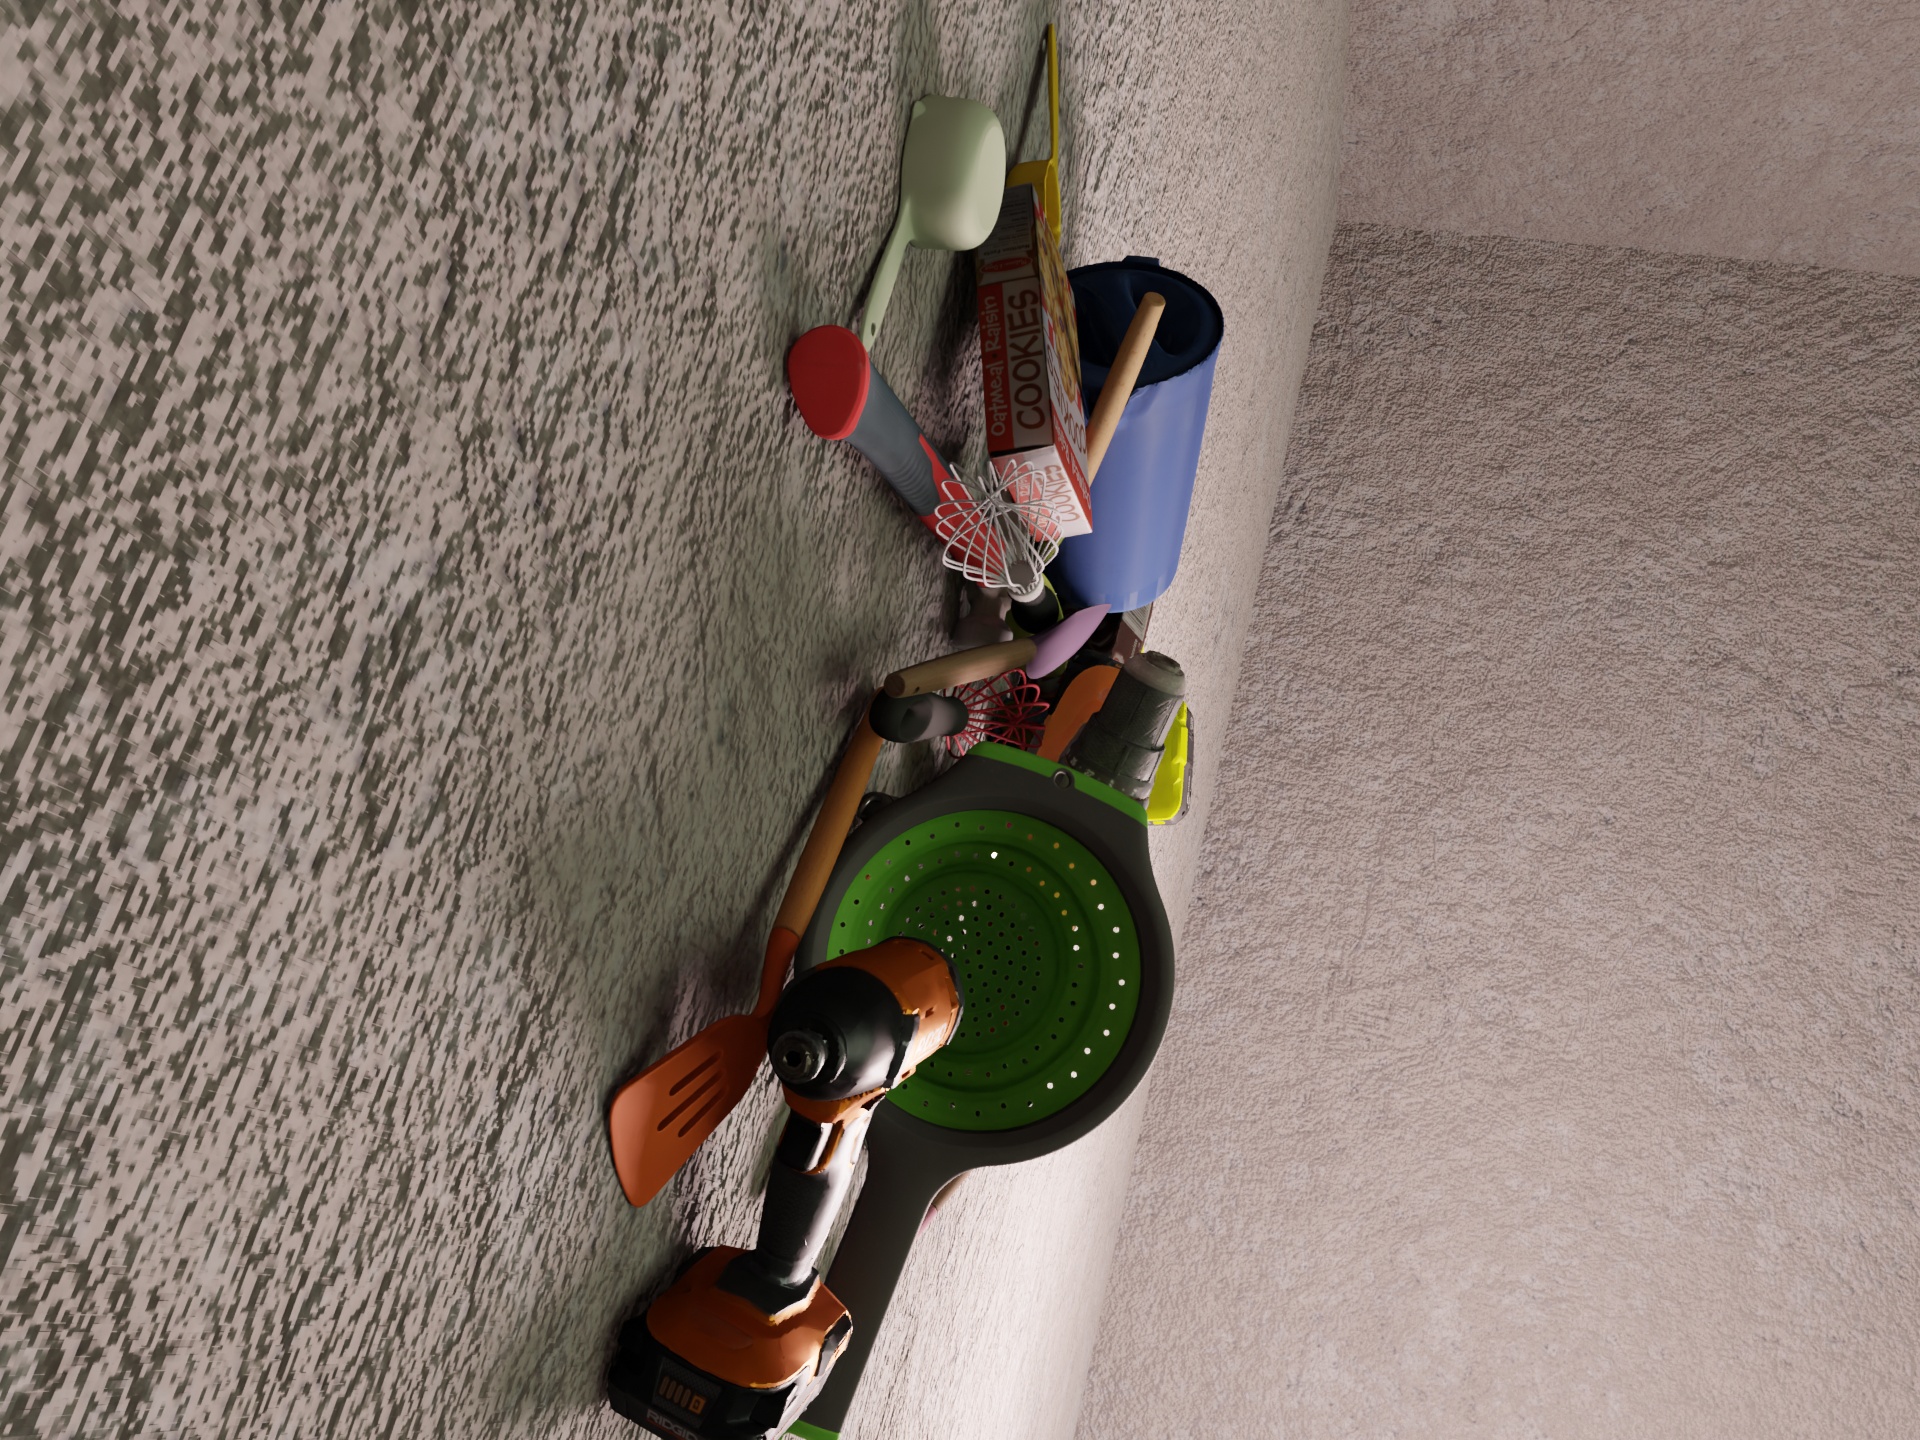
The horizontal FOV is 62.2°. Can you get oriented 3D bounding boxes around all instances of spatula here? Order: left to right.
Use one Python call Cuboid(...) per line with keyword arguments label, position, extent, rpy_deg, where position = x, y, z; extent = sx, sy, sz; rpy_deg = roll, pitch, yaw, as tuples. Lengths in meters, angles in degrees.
Cuboid(label="spatula", position=(-0.088, 0.087, 0.782), extent=(0.323, 0.041, 0.081), rpy_deg=(-70, 165, -47))
Cuboid(label="spatula", position=(0.027, -0.036, 0.917), extent=(0.059, 0.018, 0.316), rpy_deg=(-53, 167, 20))

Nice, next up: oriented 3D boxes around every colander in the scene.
Cuboid(label="colander", position=(-0.021, 0.211, 0.873), extent=(0.094, 0.204, 0.397), rpy_deg=(138, -26, -81))

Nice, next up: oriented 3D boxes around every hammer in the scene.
Cuboid(label="hammer", position=(-0.013, -0.142, 0.872), extent=(0.386, 0.038, 0.143), rpy_deg=(37, 63, -74))

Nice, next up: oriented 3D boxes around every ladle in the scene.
Cuboid(label="ladle", position=(0.084, -0.143, 1.034), extent=(0.320, 0.062, 0.078), rpy_deg=(112, -11, -49))

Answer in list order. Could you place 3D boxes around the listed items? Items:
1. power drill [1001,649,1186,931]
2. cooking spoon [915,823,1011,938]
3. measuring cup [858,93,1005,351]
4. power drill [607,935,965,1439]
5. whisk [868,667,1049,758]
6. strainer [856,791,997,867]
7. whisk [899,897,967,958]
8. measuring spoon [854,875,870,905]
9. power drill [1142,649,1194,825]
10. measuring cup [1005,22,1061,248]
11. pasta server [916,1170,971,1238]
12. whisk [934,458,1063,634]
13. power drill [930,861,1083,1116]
Cuboid(label="power drill", position=(0.093, 0.020, 1.040), extent=(0.226, 0.084, 0.185), rpy_deg=(-67, -179, -72))
Cuboid(label="cooking spoon", position=(0.025, 0.097, 1.179), extent=(0.068, 0.017, 0.319), rpy_deg=(-38, -176, 32))
Cuboid(label="measuring cup", position=(-0.012, -0.243, 0.795), extent=(0.083, 0.038, 0.168), rpy_deg=(78, 24, -56))
Cuboid(label="power drill", position=(-0.077, 0.211, 0.718), extent=(0.226, 0.084, 0.164), rpy_deg=(-68, 166, 4))
Cuboid(label="whisk", position=(-0.001, -0.003, 0.945), extent=(0.295, 0.073, 0.073), rpy_deg=(3, 98, -75))
Cuboid(label="strainer", position=(-0.015, 0.064, 0.967), extent=(0.087, 0.050, 0.258), rpy_deg=(-47, 163, 6))
Cuboid(label="whisk", position=(-0.054, 0.194, 0.945), extent=(0.239, 0.055, 0.055), rpy_deg=(-58, 154, -45))
Cuboid(label="measuring spoon", position=(-0.055, 0.110, 0.938), extent=(0.021, 0.011, 0.117), rpy_deg=(-14, 114, -74))
Cuboid(label="power drill", position=(0.155, 0.024, 1.477), extent=(0.228, 0.080, 0.191), rpy_deg=(40, 51, -64))
Cuboid(label="measuring cup", position=(0.045, -0.361, 0.985), extent=(0.062, 0.029, 0.157), rpy_deg=(48, 42, -72))
Cuboid(label="pasta server", position=(0.001, 0.315, 1.084), extent=(0.316, 0.040, 0.060), rpy_deg=(-46, 157, -33))
Cuboid(label="whisk", position=(0.032, -0.087, 0.899), extent=(0.284, 0.070, 0.070), rpy_deg=(47, 55, -79))
Cuboid(label="power drill", position=(0.033, 0.168, 1.075), extent=(0.143, 0.078, 0.220), rpy_deg=(-61, -176, 20))
